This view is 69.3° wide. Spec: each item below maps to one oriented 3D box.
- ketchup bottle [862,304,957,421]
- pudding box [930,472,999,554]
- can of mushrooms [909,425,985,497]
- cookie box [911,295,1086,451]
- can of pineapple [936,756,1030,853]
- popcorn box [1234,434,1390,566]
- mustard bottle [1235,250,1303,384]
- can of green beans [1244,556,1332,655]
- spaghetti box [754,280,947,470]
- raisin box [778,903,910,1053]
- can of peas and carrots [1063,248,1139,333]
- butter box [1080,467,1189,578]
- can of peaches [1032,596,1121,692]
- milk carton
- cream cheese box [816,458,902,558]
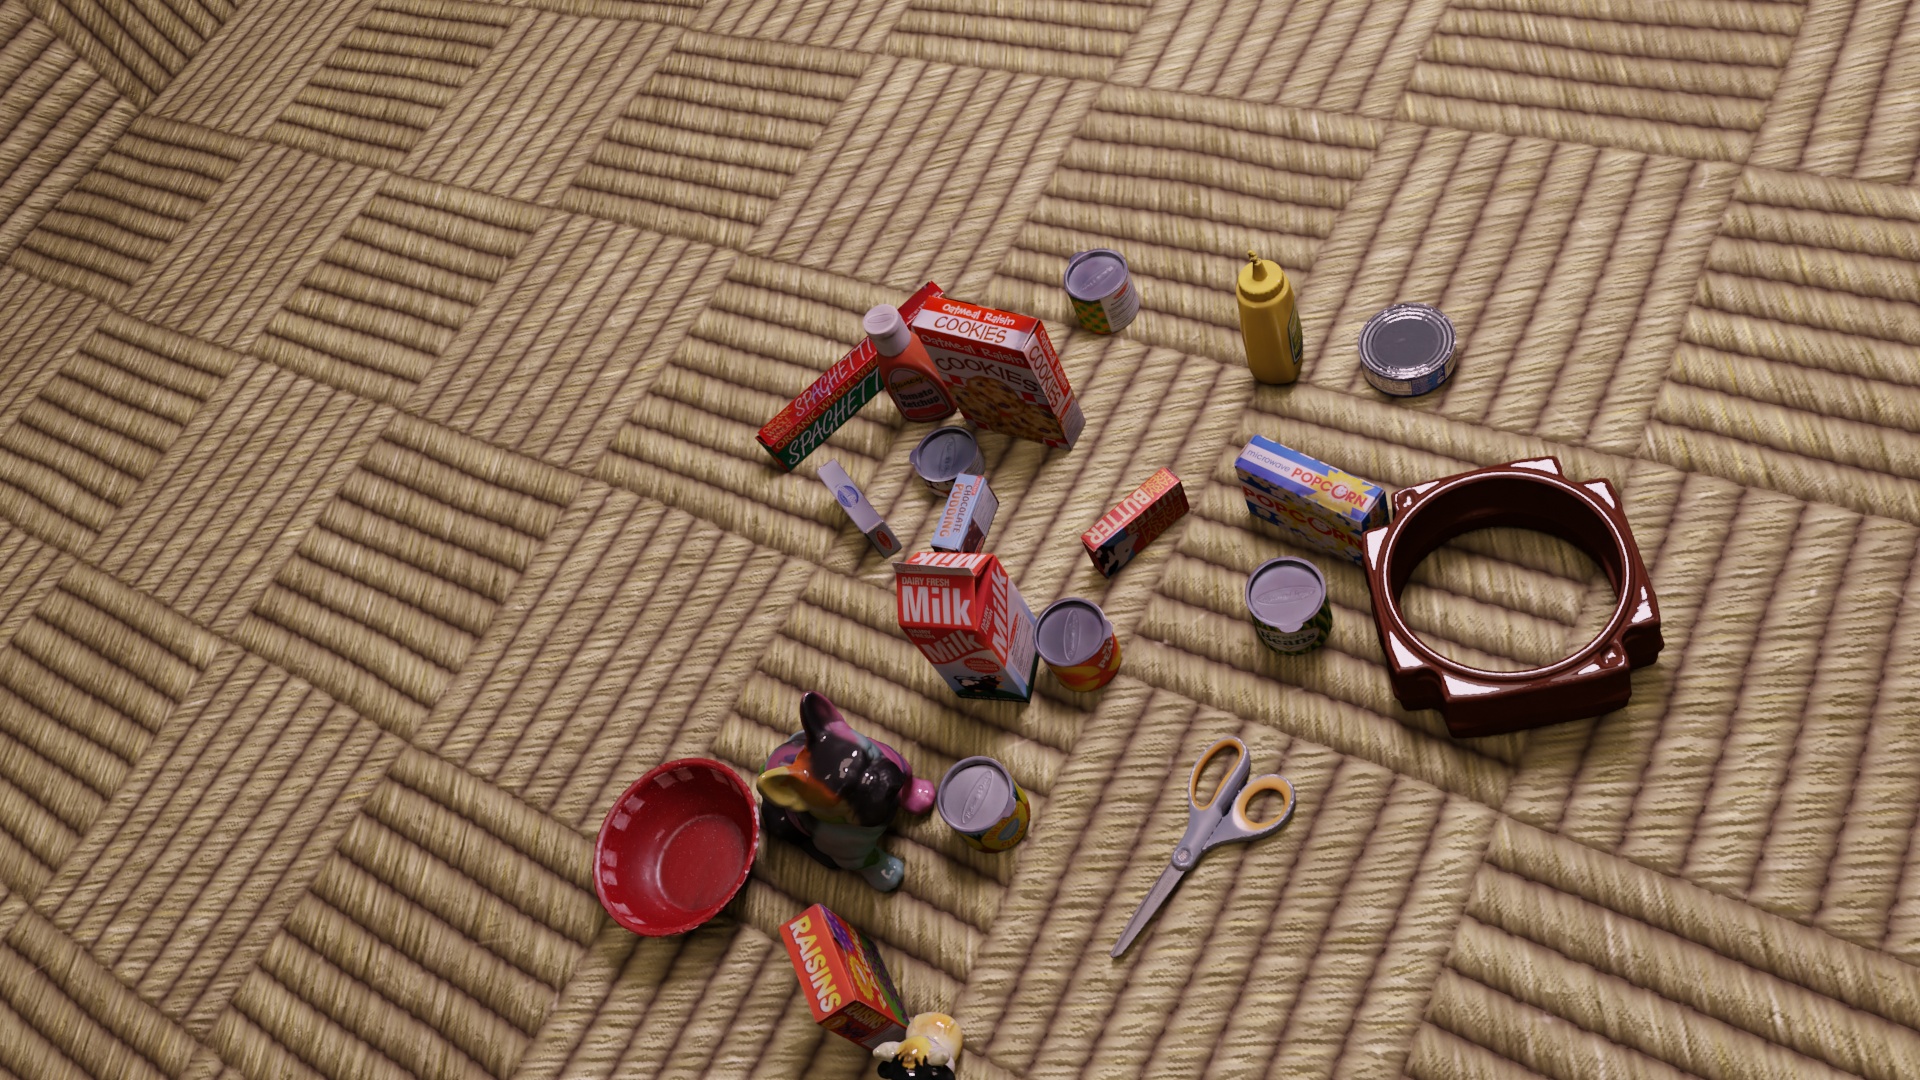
[{"bbox_3d":[-0.053,-0.176,1.381,0.064,0.148,0.044,-8,58,17],"label":"ketchup bottle"},{"bbox_3d":[0.005,-0.017,1.321,0.030,0.049,0.084,9,64,26],"label":"pudding box"},{"bbox_3d":[-0.013,-0.078,1.376,0.071,0.033,0.071,-10,57,16],"label":"can of mushrooms"},{"bbox_3d":[0.039,-0.159,1.323,0.123,0.167,0.040,17,68,29],"label":"cookie box"},{"bbox_3d":[0.021,0.223,1.162,0.071,0.057,0.071,-10,57,16],"label":"can of pineapple"},{"bbox_3d":[0.303,-0.034,1.193,0.127,0.085,0.038,29,74,33],"label":"popcorn box"},{"bbox_3d":[0.280,-0.208,1.263,0.049,0.159,0.065,3,62,23],"label":"mustard bottle"},{"bbox_3d":[0.276,0.056,1.166,0.071,0.057,0.071,-10,57,16],"label":"can of green beans"},{"bbox_3d":[-0.107,-0.173,1.461,0.250,0.050,0.029,-43,55,-7],"label":"spaghetti box"},{"bbox_3d":[-0.088,0.345,1.089,0.040,0.123,0.086,-31,54,2],"label":"raisin box"},{"bbox_3d":[0.142,-0.253,1.408,0.071,0.058,0.071,-10,57,16],"label":"can of peas and carrots"},{"bbox_3d":[0.159,-0.016,1.259,0.103,0.053,0.024,-40,54,-5],"label":"butter box"},{"bbox_3d":[0.105,0.091,1.210,0.071,0.058,0.071,-10,57,16],"label":"can of peaches"},{"bbox_3d":[0.006,0.066,1.183,0.072,0.190,0.074,2,61,23],"label":"milk carton"},{"bbox_3d":[-0.100,-0.031,1.369,0.024,0.053,0.104,-37,54,-3],"label":"cream cheese box"}]
